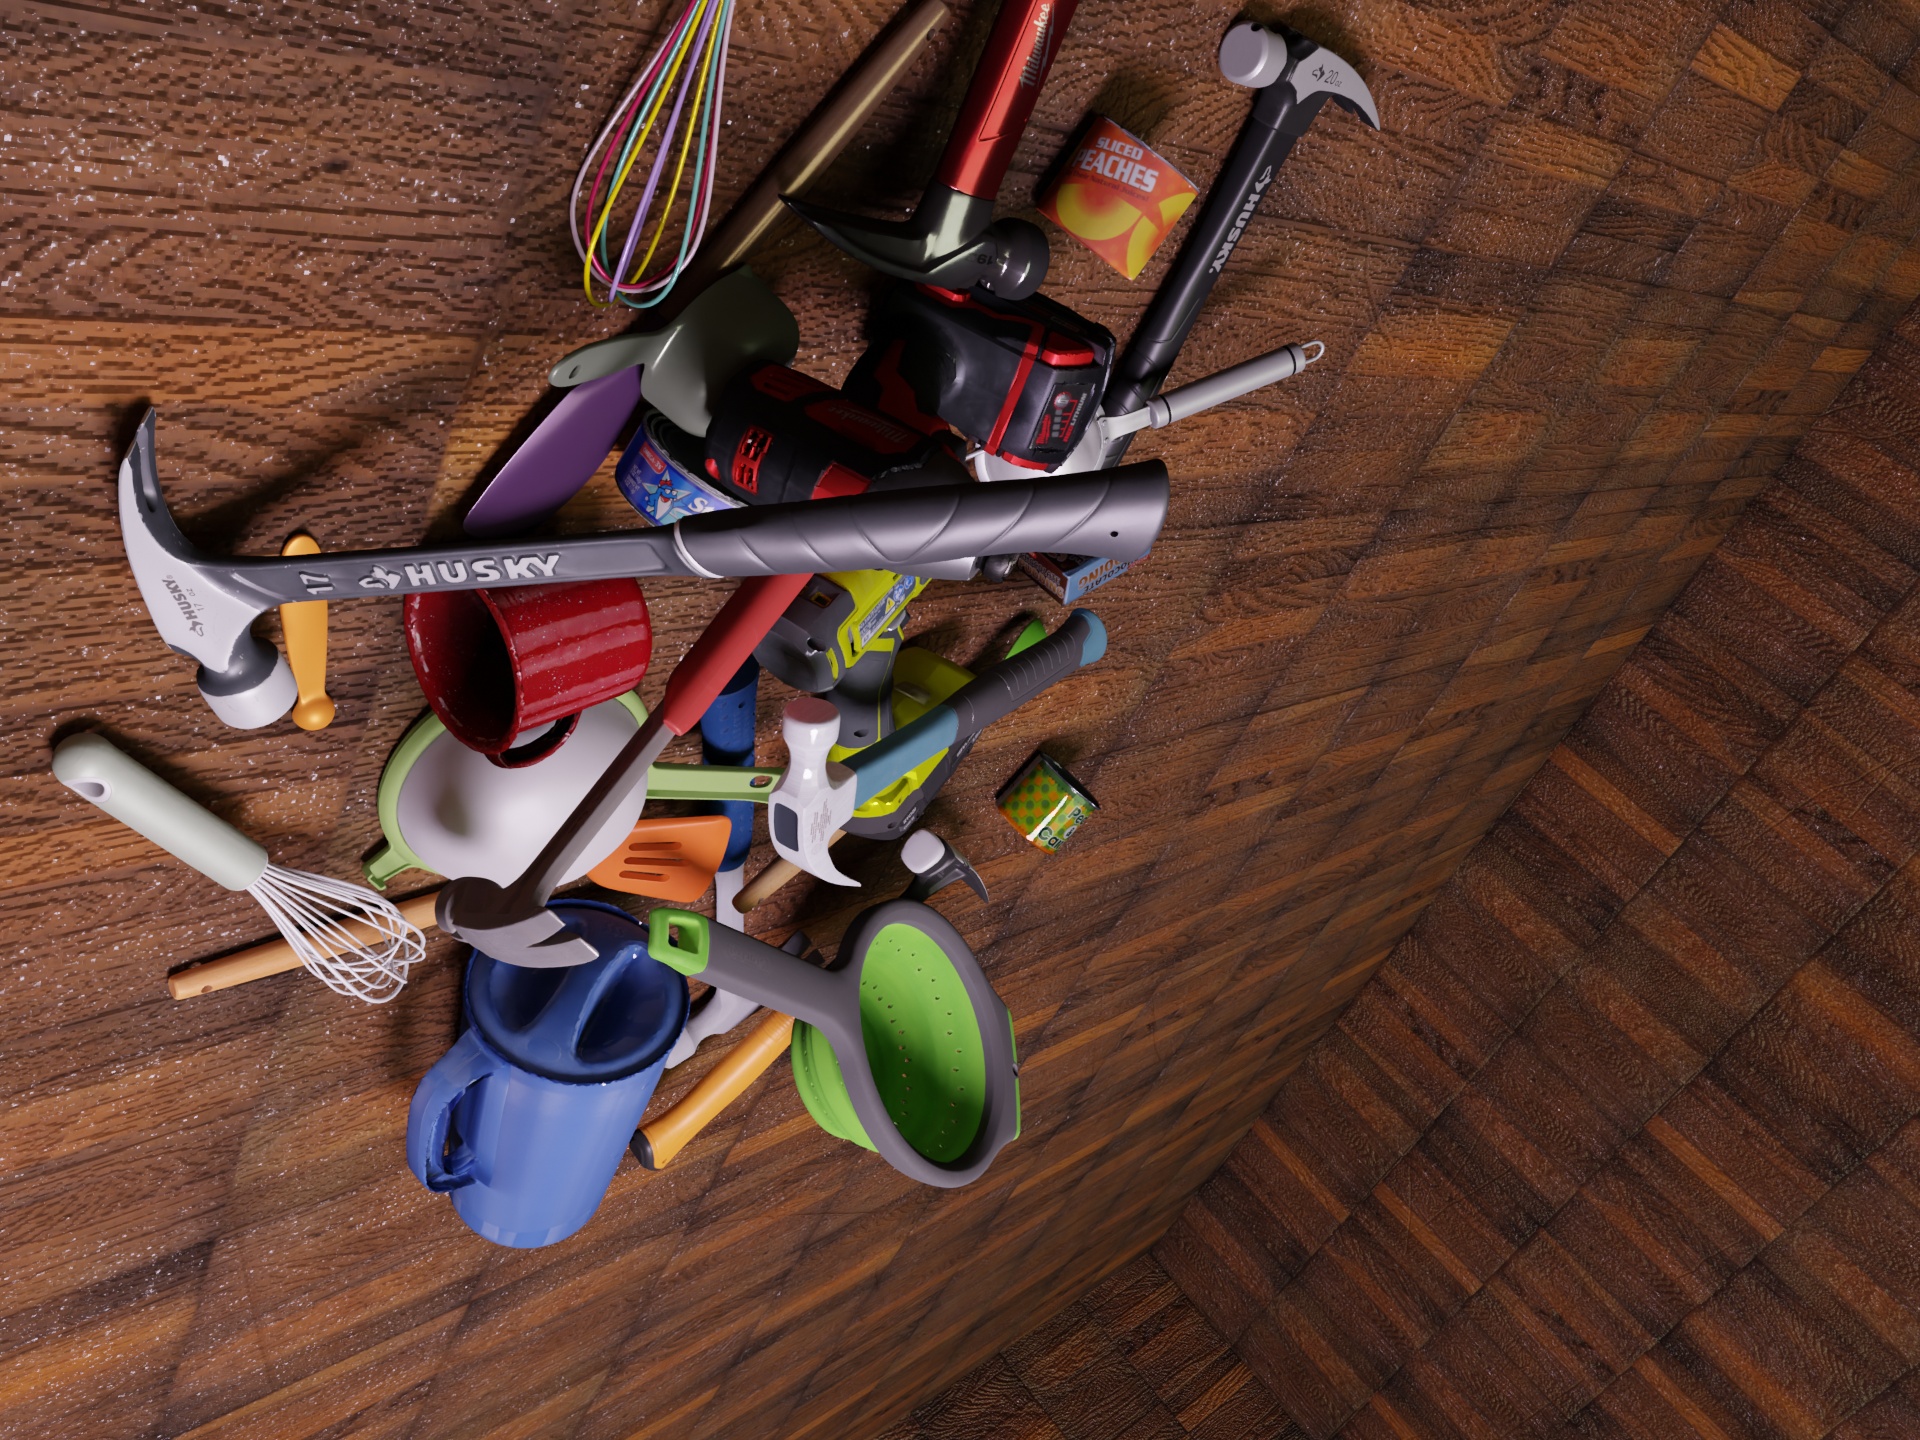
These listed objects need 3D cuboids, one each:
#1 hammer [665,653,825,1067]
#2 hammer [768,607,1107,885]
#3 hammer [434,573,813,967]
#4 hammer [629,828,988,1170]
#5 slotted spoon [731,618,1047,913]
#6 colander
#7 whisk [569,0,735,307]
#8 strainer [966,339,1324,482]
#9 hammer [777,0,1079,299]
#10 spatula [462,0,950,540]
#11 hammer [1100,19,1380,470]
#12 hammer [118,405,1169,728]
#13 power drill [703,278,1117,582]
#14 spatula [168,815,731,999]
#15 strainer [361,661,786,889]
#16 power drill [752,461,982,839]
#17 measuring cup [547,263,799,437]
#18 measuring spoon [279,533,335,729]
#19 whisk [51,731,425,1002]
[{"bbox_3d":[-0.151,0.097,1.074,0.144,0.035,0.405,-29,150,-28],"label":"hammer"},{"bbox_3d":[-0.002,-0.003,0.960,0.331,0.033,0.128,-32,139,-49],"label":"hammer"},{"bbox_3d":[-0.115,-0.033,0.779,0.036,0.149,0.359,47,62,-24],"label":"hammer"},{"bbox_3d":[-0.119,0.220,1.217,0.337,0.034,0.127,-44,152,-1],"label":"hammer"},{"bbox_3d":[-0.037,0.031,1.090,0.314,0.031,0.070,-40,157,-28],"label":"slotted spoon"},{"bbox_3d":[-0.099,0.206,1.079,0.094,0.205,0.396,-20,147,27],"label":"colander"},{"bbox_3d":[-0.099,-0.269,0.613,0.047,0.051,0.245,-3,130,-45],"label":"whisk"},{"bbox_3d":[0.113,-0.185,0.966,0.258,0.050,0.086,-23,128,-13],"label":"strainer"},{"bbox_3d":[0.049,-0.366,0.657,0.143,0.038,0.386,-1,126,-43],"label":"hammer"},{"bbox_3d":[-0.114,-0.199,0.719,0.316,0.018,0.059,-48,164,8],"label":"spatula"},{"bbox_3d":[0.138,-0.254,0.978,0.146,0.035,0.334,-12,139,-47],"label":"hammer"},{"bbox_3d":[-0.123,-0.071,0.627,0.409,0.036,0.149,-5,139,2],"label":"hammer"},{"bbox_3d":[-0.010,-0.138,0.746,0.220,0.143,0.078,-52,168,-53],"label":"power drill"},{"bbox_3d":[-0.277,0.108,0.905,0.322,0.041,0.081,-16,144,-42],"label":"spatula"},{"bbox_3d":[-0.184,0.050,0.875,0.256,0.069,0.151,4,128,-43],"label":"strainer"},{"bbox_3d":[-0.044,-0.043,0.964,0.171,0.080,0.223,-51,156,-28],"label":"power drill"},{"bbox_3d":[-0.121,-0.150,0.688,0.083,0.038,0.167,-49,178,26],"label":"measuring cup"},{"bbox_3d":[-0.290,-0.036,0.710,0.021,0.011,0.116,-24,147,-35],"label":"measuring spoon"},{"bbox_3d":[-0.334,0.072,0.755,0.058,0.059,0.246,-12,147,12],"label":"whisk"}]
